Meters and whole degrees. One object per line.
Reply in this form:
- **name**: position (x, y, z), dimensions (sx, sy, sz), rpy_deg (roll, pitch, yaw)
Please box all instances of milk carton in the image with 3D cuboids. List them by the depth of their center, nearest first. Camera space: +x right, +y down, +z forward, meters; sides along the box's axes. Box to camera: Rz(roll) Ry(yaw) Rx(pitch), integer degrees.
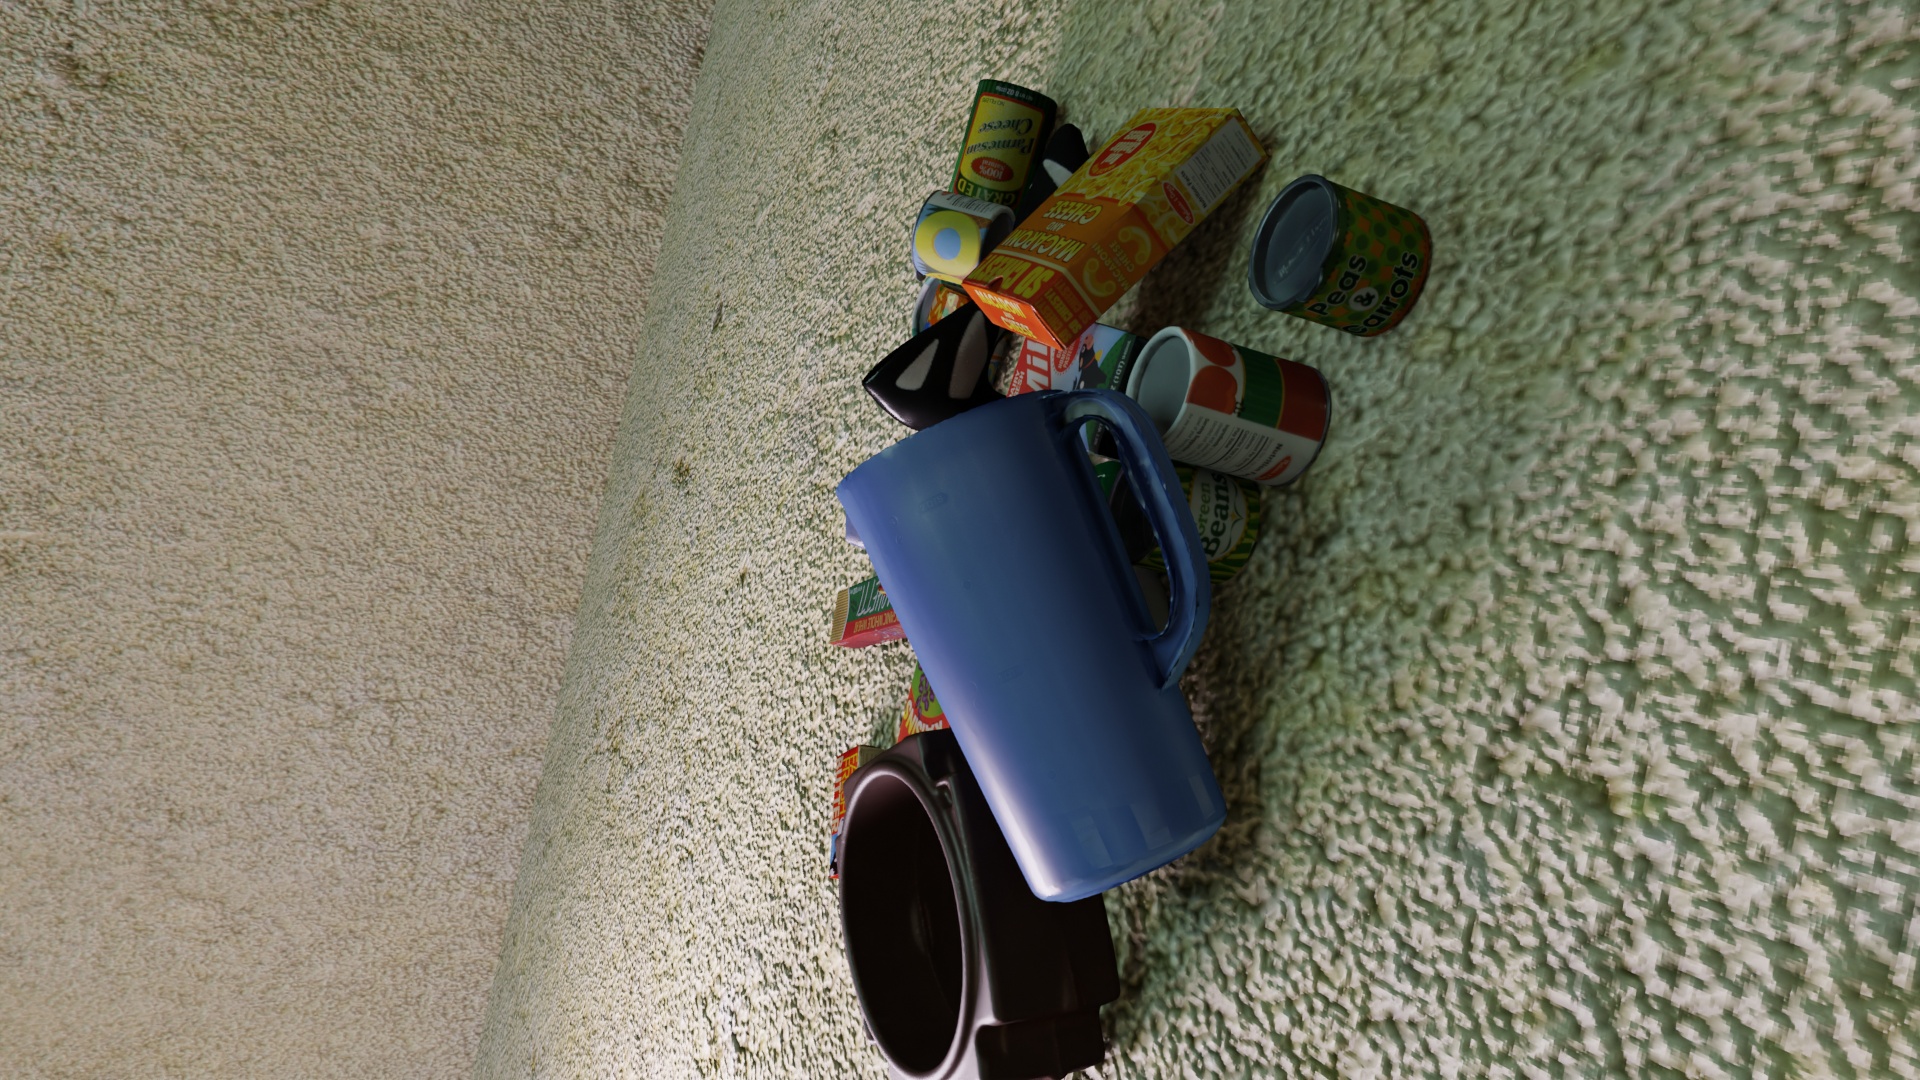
- **milk carton**: position (0.086, -0.097, 0.857), dimensions (0.191, 0.073, 0.072), rpy_deg (38, 113, 65)

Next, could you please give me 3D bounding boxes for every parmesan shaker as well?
- **parmesan shaker**: position (0.029, -0.306, 1.102), dimensions (0.071, 0.071, 0.103), rpy_deg (34, 110, 66)

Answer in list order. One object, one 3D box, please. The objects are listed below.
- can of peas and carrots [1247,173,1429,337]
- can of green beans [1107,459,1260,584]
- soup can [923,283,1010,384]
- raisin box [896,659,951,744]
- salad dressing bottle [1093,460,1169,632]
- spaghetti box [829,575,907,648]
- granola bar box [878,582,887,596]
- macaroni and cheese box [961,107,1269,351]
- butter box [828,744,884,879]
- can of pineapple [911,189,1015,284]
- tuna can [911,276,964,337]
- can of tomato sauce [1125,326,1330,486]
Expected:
- **can of peas and carrots**: position (0.184, -0.135, 0.672), dimensions (0.070, 0.059, 0.071), rpy_deg (-42, 42, 54)
- **can of green beans**: position (0.120, -0.013, 0.753), dimensions (0.071, 0.058, 0.071), rpy_deg (-44, 40, 53)
- **soup can**: position (0.002, -0.151, 1.090), dimensions (0.083, 0.071, 0.071), rpy_deg (-71, 24, 14)
- **raisin box**: position (-0.010, 0.136, 0.998), dimensions (0.086, 0.040, 0.123), rpy_deg (19, 96, 66)
- **salad dressing bottle**: position (0.093, 0.025, 0.812), dimensions (0.064, 0.044, 0.148), rpy_deg (-37, 44, 52)
- **spaghetti box**: position (-0.063, 0.056, 1.144), dimensions (0.249, 0.029, 0.050), rpy_deg (157, 122, -70)
- **granola bar box**: position (0.003, -0.011, 0.912), dimensions (0.124, 0.039, 0.165), rpy_deg (-65, 14, -6)
- **macaroni and cheese box**: position (0.088, -0.194, 0.845), dimensions (0.166, 0.040, 0.124), rpy_deg (-43, 25, -3)
- **butter box**: position (-0.086, 0.224, 1.143), dimensions (0.053, 0.024, 0.104), rpy_deg (-38, 45, 55)
- **can of pineapple**: position (0.003, -0.225, 1.054), dimensions (0.071, 0.058, 0.070), rpy_deg (-51, -29, -42)
- **tuna can**: position (-0.014, -0.195, 1.191), dimensions (0.071, 0.033, 0.071), rpy_deg (-166, 89, -68)
- **can of tomato sauce**: position (0.136, -0.070, 0.716), dimensions (0.071, 0.083, 0.071), rpy_deg (-42, 41, 53)
